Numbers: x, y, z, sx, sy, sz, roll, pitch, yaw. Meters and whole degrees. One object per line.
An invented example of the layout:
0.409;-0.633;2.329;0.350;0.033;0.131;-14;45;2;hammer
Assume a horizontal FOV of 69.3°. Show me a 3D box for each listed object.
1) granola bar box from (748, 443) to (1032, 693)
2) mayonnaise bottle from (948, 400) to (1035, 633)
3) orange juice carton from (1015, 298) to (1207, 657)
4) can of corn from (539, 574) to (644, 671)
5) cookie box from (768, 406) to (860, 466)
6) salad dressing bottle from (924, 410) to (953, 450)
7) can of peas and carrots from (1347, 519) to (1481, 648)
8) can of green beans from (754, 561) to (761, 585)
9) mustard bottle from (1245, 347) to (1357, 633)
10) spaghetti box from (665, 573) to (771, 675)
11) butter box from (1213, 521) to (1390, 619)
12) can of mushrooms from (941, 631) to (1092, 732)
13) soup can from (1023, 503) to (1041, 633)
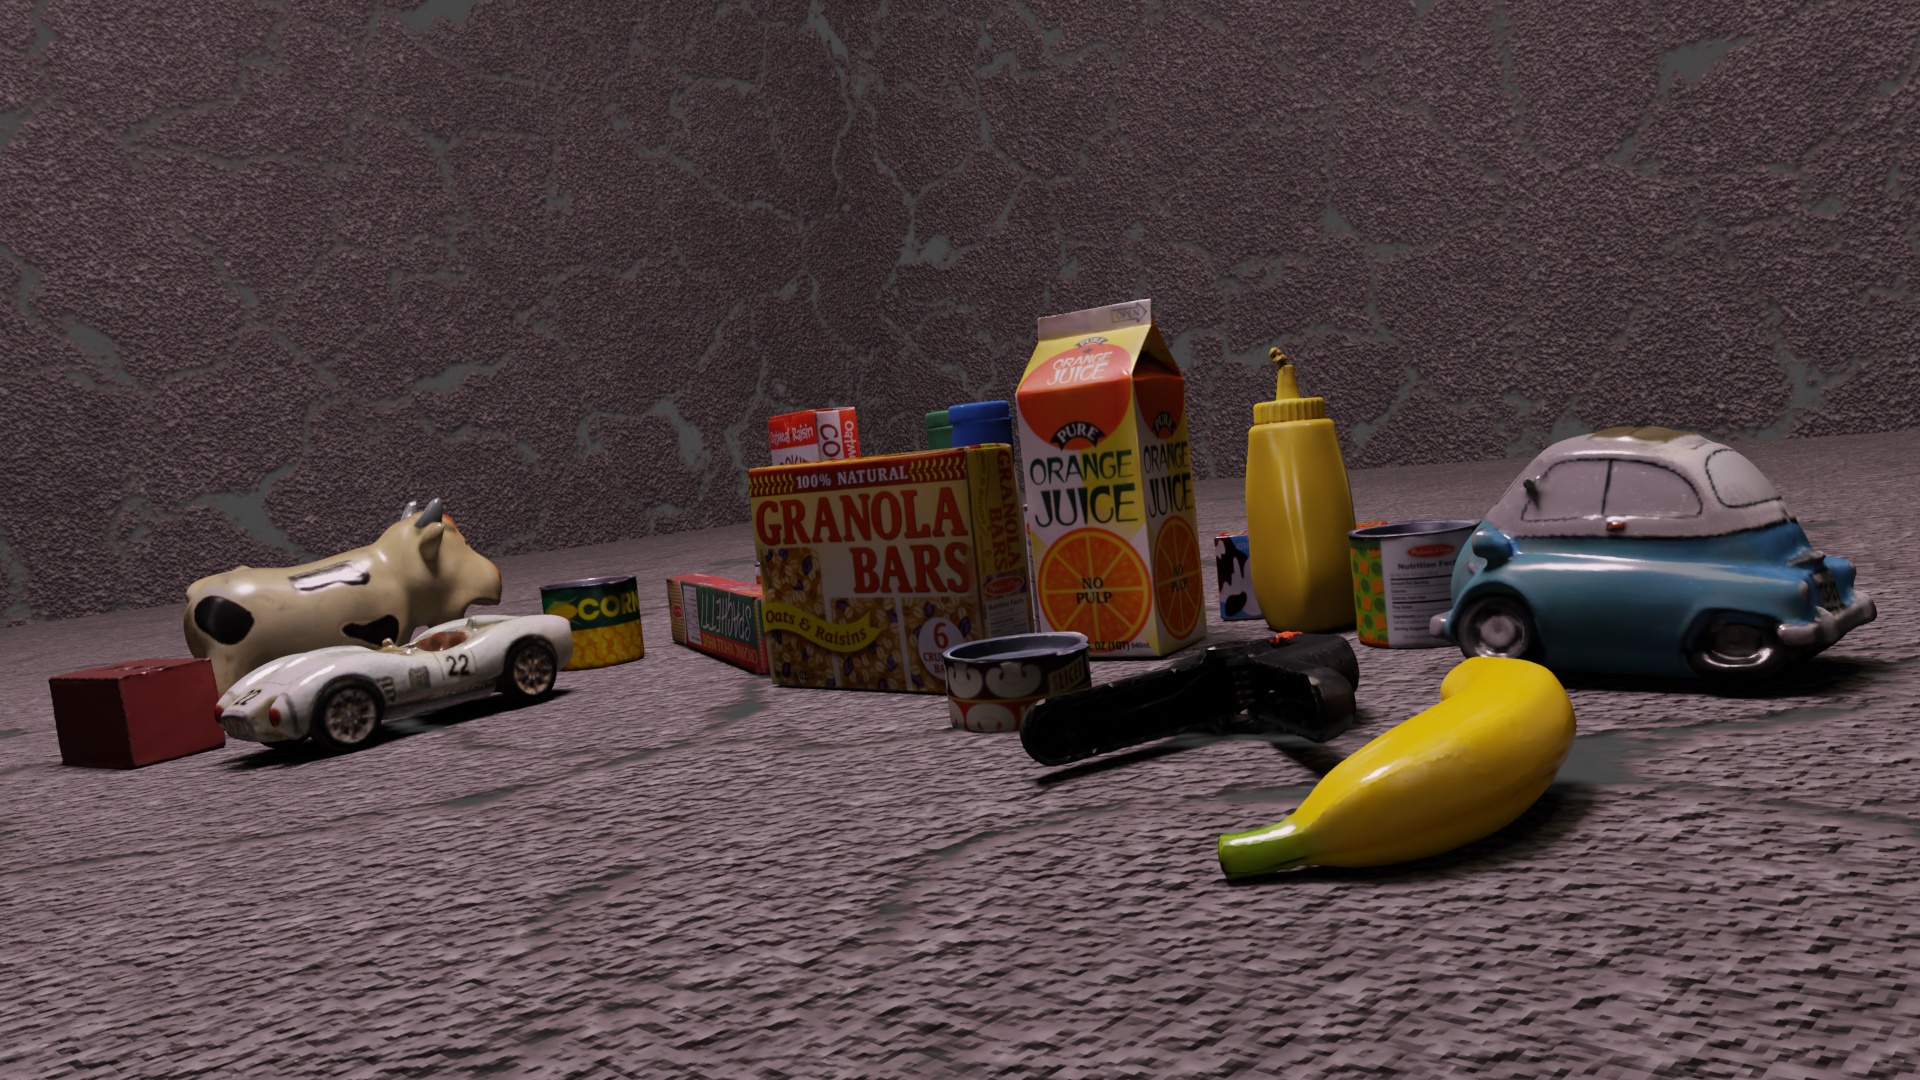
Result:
-0.041;0.016;0.740;0.165;0.124;0.039;-3;5;41;granola bar box
0.018;-0.008;0.826;0.041;0.148;0.065;-6;3;4;mayonnaise bottle
0.083;-0.034;0.775;0.072;0.192;0.073;-4;4;32;orange juice carton
-0.255;0.057;0.969;0.071;0.058;0.071;-6;4;0;can of corn
-0.122;-0.028;1.198;0.040;0.167;0.123;-8;4;-26;cookie box
0.003;-0.011;0.903;0.064;0.147;0.044;-7;3;-17;salad dressing bottle
0.236;0.021;0.716;0.071;0.058;0.071;-6;4;0;can of peas and carrots
-0.109;0.041;0.977;0.071;0.057;0.071;-6;4;0;can of green beans
0.191;-0.030;0.783;0.049;0.160;0.065;-7;3;-18;mustard bottle
-0.156;0.053;0.933;0.029;0.050;0.250;-8;4;-24;spaghetti box
0.208;0.019;0.839;0.103;0.053;0.024;-5;4;21;butter box
0.028;0.063;0.622;0.071;0.033;0.071;-6;4;0;can of mushrooms
0.078;0.016;0.862;0.071;0.083;0.071;-6;3;0;soup can
